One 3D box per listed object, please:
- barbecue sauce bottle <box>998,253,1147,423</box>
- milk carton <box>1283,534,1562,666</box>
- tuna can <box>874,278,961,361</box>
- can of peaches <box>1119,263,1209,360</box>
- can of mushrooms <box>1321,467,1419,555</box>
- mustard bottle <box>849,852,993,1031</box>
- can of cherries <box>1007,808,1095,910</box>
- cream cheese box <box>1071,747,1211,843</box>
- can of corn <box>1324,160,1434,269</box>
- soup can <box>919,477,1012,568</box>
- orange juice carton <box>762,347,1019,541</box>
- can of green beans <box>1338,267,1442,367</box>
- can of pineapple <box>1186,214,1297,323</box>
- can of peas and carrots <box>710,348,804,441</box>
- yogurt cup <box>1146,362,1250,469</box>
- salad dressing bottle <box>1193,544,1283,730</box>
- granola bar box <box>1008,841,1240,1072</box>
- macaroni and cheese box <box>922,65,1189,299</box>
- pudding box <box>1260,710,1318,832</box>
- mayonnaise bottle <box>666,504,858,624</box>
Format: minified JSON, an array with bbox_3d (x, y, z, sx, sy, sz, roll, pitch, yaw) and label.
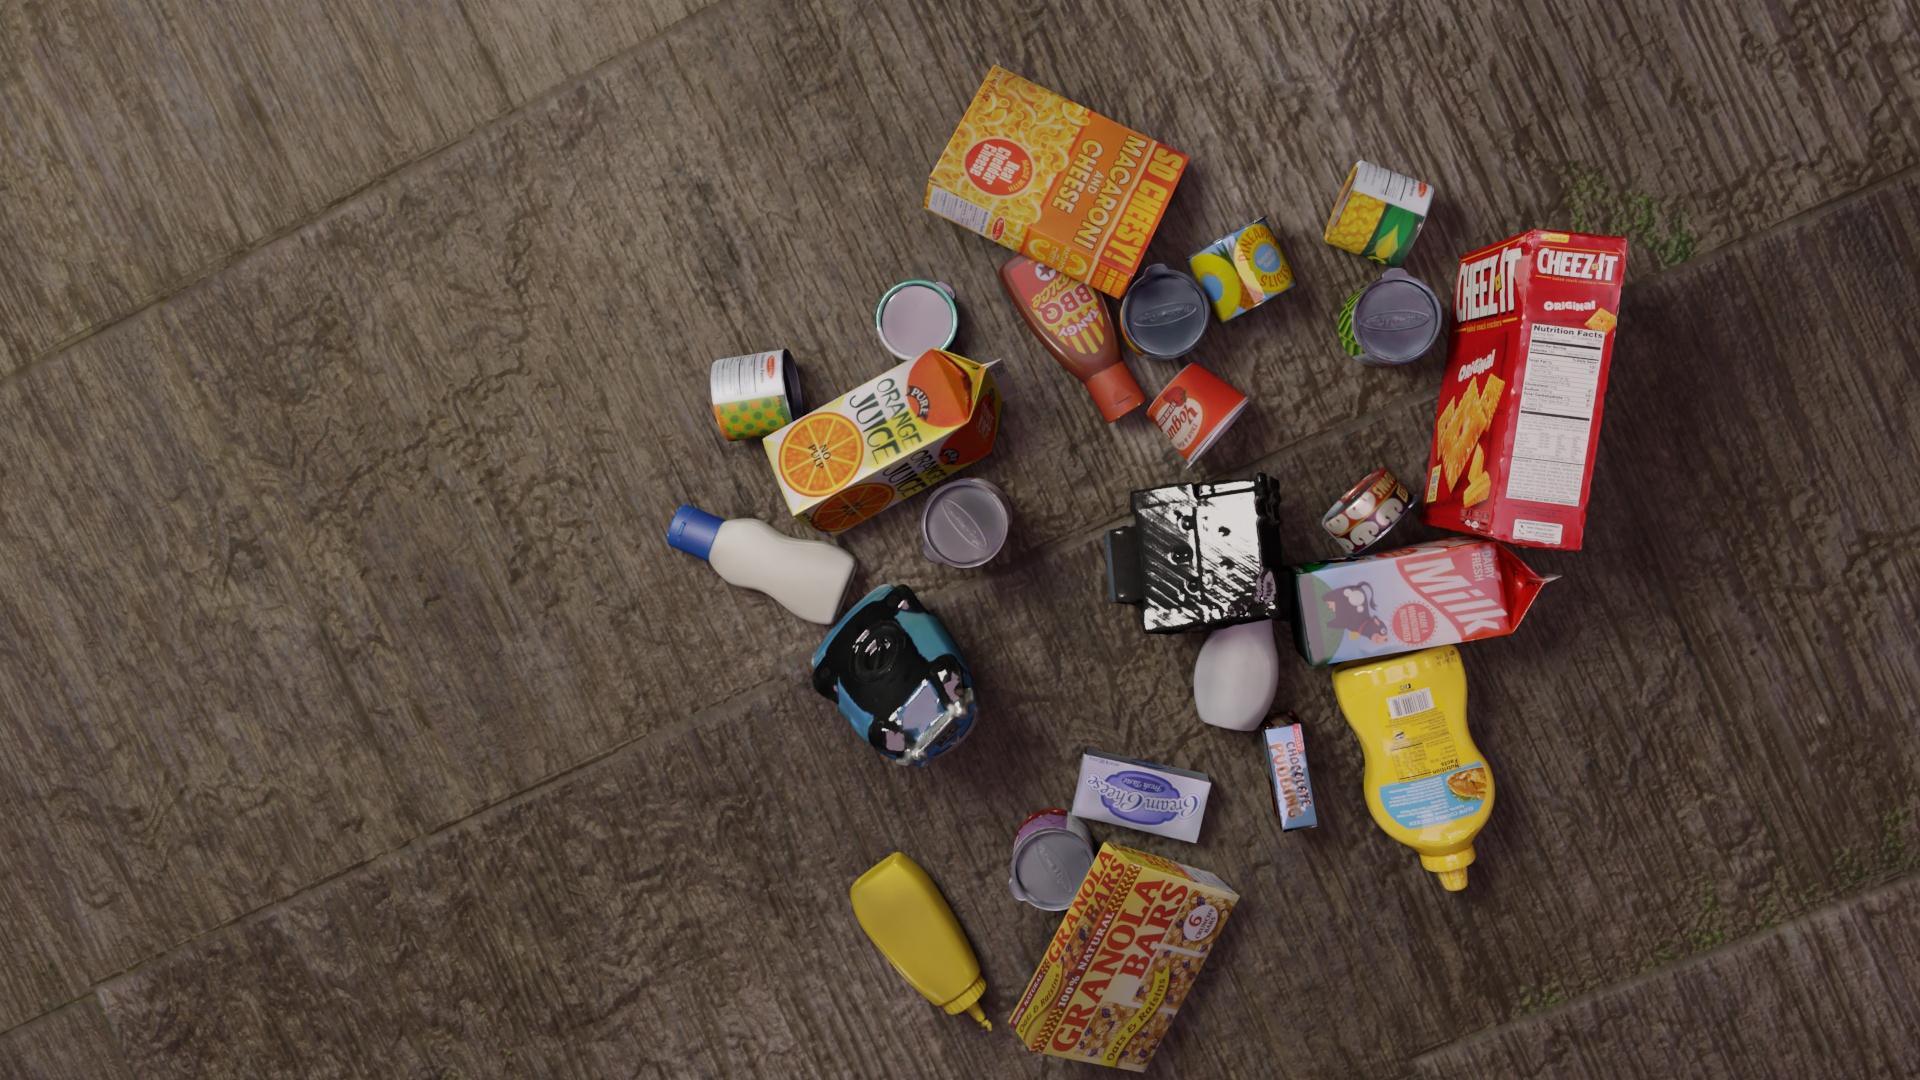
[{"bbox_3d":[0.092,-0.163,1.080,0.065,0.043,0.148,-31,92,1],"label":"barbecue sauce bottle"},{"bbox_3d":[0.351,0.041,1.061,0.190,0.072,0.073,-10,93,5],"label":"milk carton"},{"bbox_3d":[-0.032,-0.174,1.094,0.071,0.033,0.071,0,95,4],"label":"tuna can"},{"bbox_3d":[0.156,-0.174,1.068,0.071,0.058,0.071,0,94,5],"label":"can of peaches"},{"bbox_3d":[0.312,-0.024,1.061,0.071,0.071,0.033,-43,89,6],"label":"can of mushrooms"},{"bbox_3d":[-0.024,0.331,1.120,0.065,0.049,0.160,-35,92,6],"label":"mustard bottle"},{"bbox_3d":[0.071,0.253,1.103,0.071,0.058,0.071,0,95,4],"label":"can of cherries"},{"bbox_3d":[0.144,0.204,1.111,0.104,0.024,0.053,12,96,3],"label":"cream cheese box"},{"bbox_3d":[0.314,-0.244,1.049,0.058,0.071,0.071,22,95,3],"label":"can of corn"},{"bbox_3d":[0.004,-0.013,1.076,0.071,0.084,0.071,0,94,4],"label":"soup can"},{"bbox_3d":[-0.046,-0.082,1.071,0.192,0.071,0.073,-28,68,6],"label":"orange juice carton"},{"bbox_3d":[0.326,-0.166,1.056,0.071,0.058,0.071,0,94,4],"label":"can of green beans"},{"bbox_3d":[0.215,-0.205,1.056,0.071,0.071,0.058,-28,93,6],"label":"can of pineapple"},{"bbox_3d":[-0.158,-0.112,1.092,0.059,0.071,0.071,-8,94,5],"label":"can of peas and carrots"},{"bbox_3d":[0.181,-0.100,1.069,0.054,0.072,0.072,43,96,8],"label":"yogurt cup"},{"bbox_3d":[0.222,0.072,1.086,0.064,0.044,0.147,11,92,26],"label":"salad dressing bottle"},{"bbox_3d":[0.128,0.326,1.084,0.124,0.039,0.165,23,97,-32],"label":"granola bar box"},{"bbox_3d":[0.073,-0.272,1.053,0.166,0.040,0.124,26,68,1],"label":"macaroni and cheese box"},{"bbox_3d":[0.256,0.180,1.089,0.030,0.050,0.083,-10,93,7],"label":"pudding box"},{"bbox_3d":[-0.160,0.014,1.112,0.148,0.041,0.064,22,92,3],"label":"mayonnaise bottle"}]
